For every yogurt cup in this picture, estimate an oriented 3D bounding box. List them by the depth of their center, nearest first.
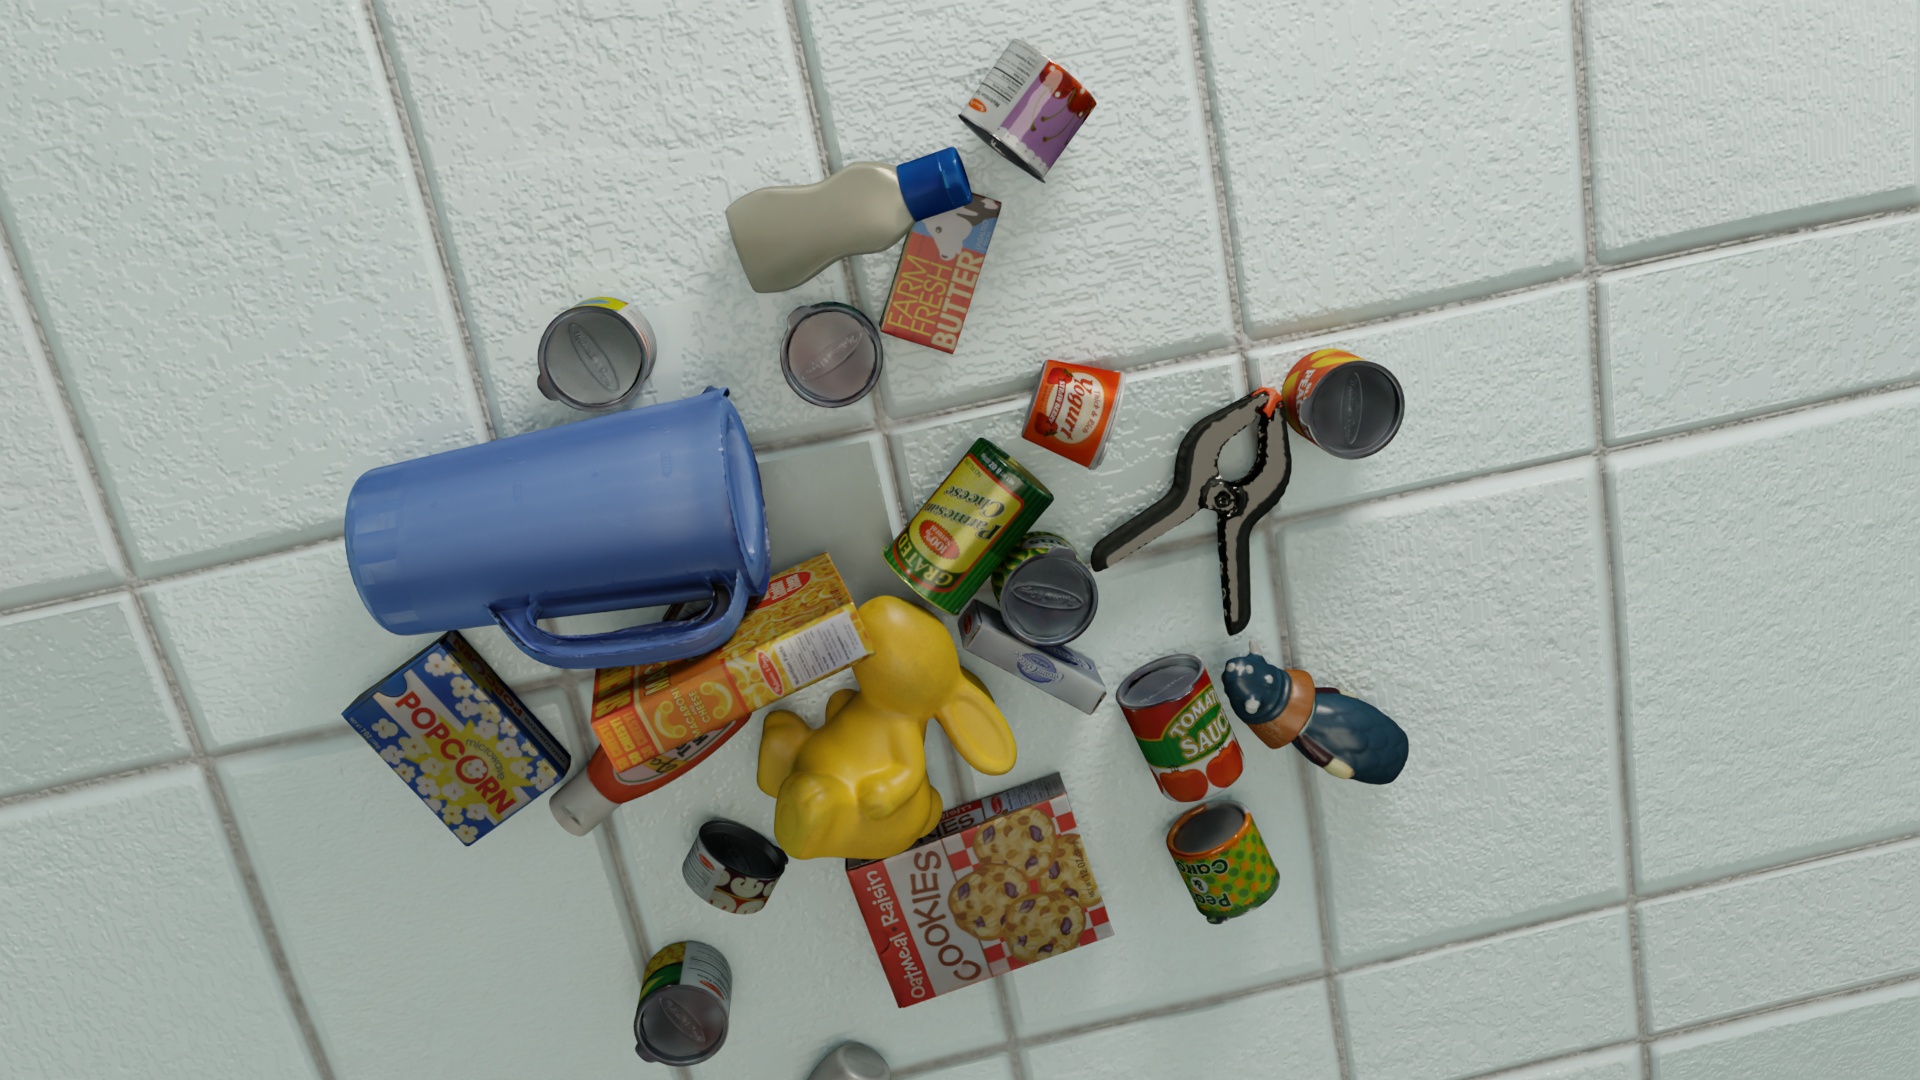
[{"bbox_3d":[0.073,-0.086,0.914,0.054,0.072,0.072,17,103,-2],"label":"yogurt cup"}]

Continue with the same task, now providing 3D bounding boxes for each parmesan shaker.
[{"bbox_3d":[0.003,-0.012,0.926,0.071,0.071,0.103,37,98,-14],"label":"parmesan shaker"}]

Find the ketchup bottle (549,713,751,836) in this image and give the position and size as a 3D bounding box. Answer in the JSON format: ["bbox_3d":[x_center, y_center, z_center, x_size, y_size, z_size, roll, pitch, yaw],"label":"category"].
[{"bbox_3d":[-0.217,0.144,0.956,0.148,0.043,0.064,-41,100,6],"label":"ketchup bottle"}]

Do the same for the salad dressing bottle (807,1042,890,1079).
[{"bbox_3d":[-0.103,0.454,1.053,0.064,0.044,0.147,23,103,-13],"label":"salad dressing bottle"}]

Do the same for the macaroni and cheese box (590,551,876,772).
[{"bbox_3d":[-0.144,0.073,0.866,0.167,0.124,0.040,-25,108,-6],"label":"macaroni and cheese box"}]

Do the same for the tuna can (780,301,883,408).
[{"bbox_3d":[-0.085,-0.123,0.902,0.071,0.033,0.071,-2,105,-6],"label":"tuna can"}]

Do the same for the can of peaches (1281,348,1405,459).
[{"bbox_3d":[0.253,-0.093,0.933,0.071,0.058,0.071,-1,106,-5],"label":"can of peaches"}]

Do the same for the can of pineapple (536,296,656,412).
[{"bbox_3d":[-0.229,-0.118,0.875,0.071,0.058,0.070,-1,105,-5],"label":"can of pineapple"}]

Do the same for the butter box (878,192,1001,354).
[{"bbox_3d":[-0.014,-0.177,0.899,0.053,0.024,0.103,16,103,-9],"label":"butter box"}]

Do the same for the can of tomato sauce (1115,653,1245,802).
[{"bbox_3d":[0.157,0.132,0.978,0.071,0.071,0.083,-26,107,2],"label":"can of tomato sauce"}]

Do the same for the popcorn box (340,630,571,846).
[{"bbox_3d":[-0.339,0.134,0.943,0.085,0.038,0.126,-35,106,5],"label":"popcorn box"}]

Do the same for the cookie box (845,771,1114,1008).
[{"bbox_3d":[0.014,0.256,1.012,0.167,0.040,0.122,-19,106,0],"label":"cookie box"}]

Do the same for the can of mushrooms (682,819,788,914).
[{"bbox_3d":[-0.157,0.229,0.975,0.071,0.071,0.033,26,102,-12],"label":"can of mushrooms"}]

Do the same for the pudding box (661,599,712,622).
[{"bbox_3d":[-0.156,0.058,0.946,0.083,0.030,0.049,31,99,-13],"label":"pudding box"}]

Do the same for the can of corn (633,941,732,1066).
[{"bbox_3d":[-0.201,0.334,1.002,0.071,0.058,0.071,-2,106,-6],"label":"can of corn"}]

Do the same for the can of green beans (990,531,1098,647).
[{"bbox_3d":[0.056,0.032,0.946,0.071,0.058,0.071,-1,106,-5],"label":"can of green beans"}]

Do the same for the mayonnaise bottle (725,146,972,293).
[{"bbox_3d":[-0.068,-0.203,0.864,0.148,0.041,0.064,-16,103,11],"label":"mayonnaise bottle"}]

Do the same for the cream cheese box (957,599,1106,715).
[{"bbox_3d":[0.049,0.080,0.961,0.104,0.053,0.024,28,103,-13],"label":"cream cheese box"}]

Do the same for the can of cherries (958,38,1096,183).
[{"bbox_3d":[0.043,-0.265,0.861,0.071,0.071,0.058,34,99,-14],"label":"can of cherries"}]

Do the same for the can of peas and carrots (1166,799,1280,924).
[{"bbox_3d":[0.189,0.232,1.009,0.071,0.071,0.058,-26,106,2],"label":"can of peas and carrots"}]
